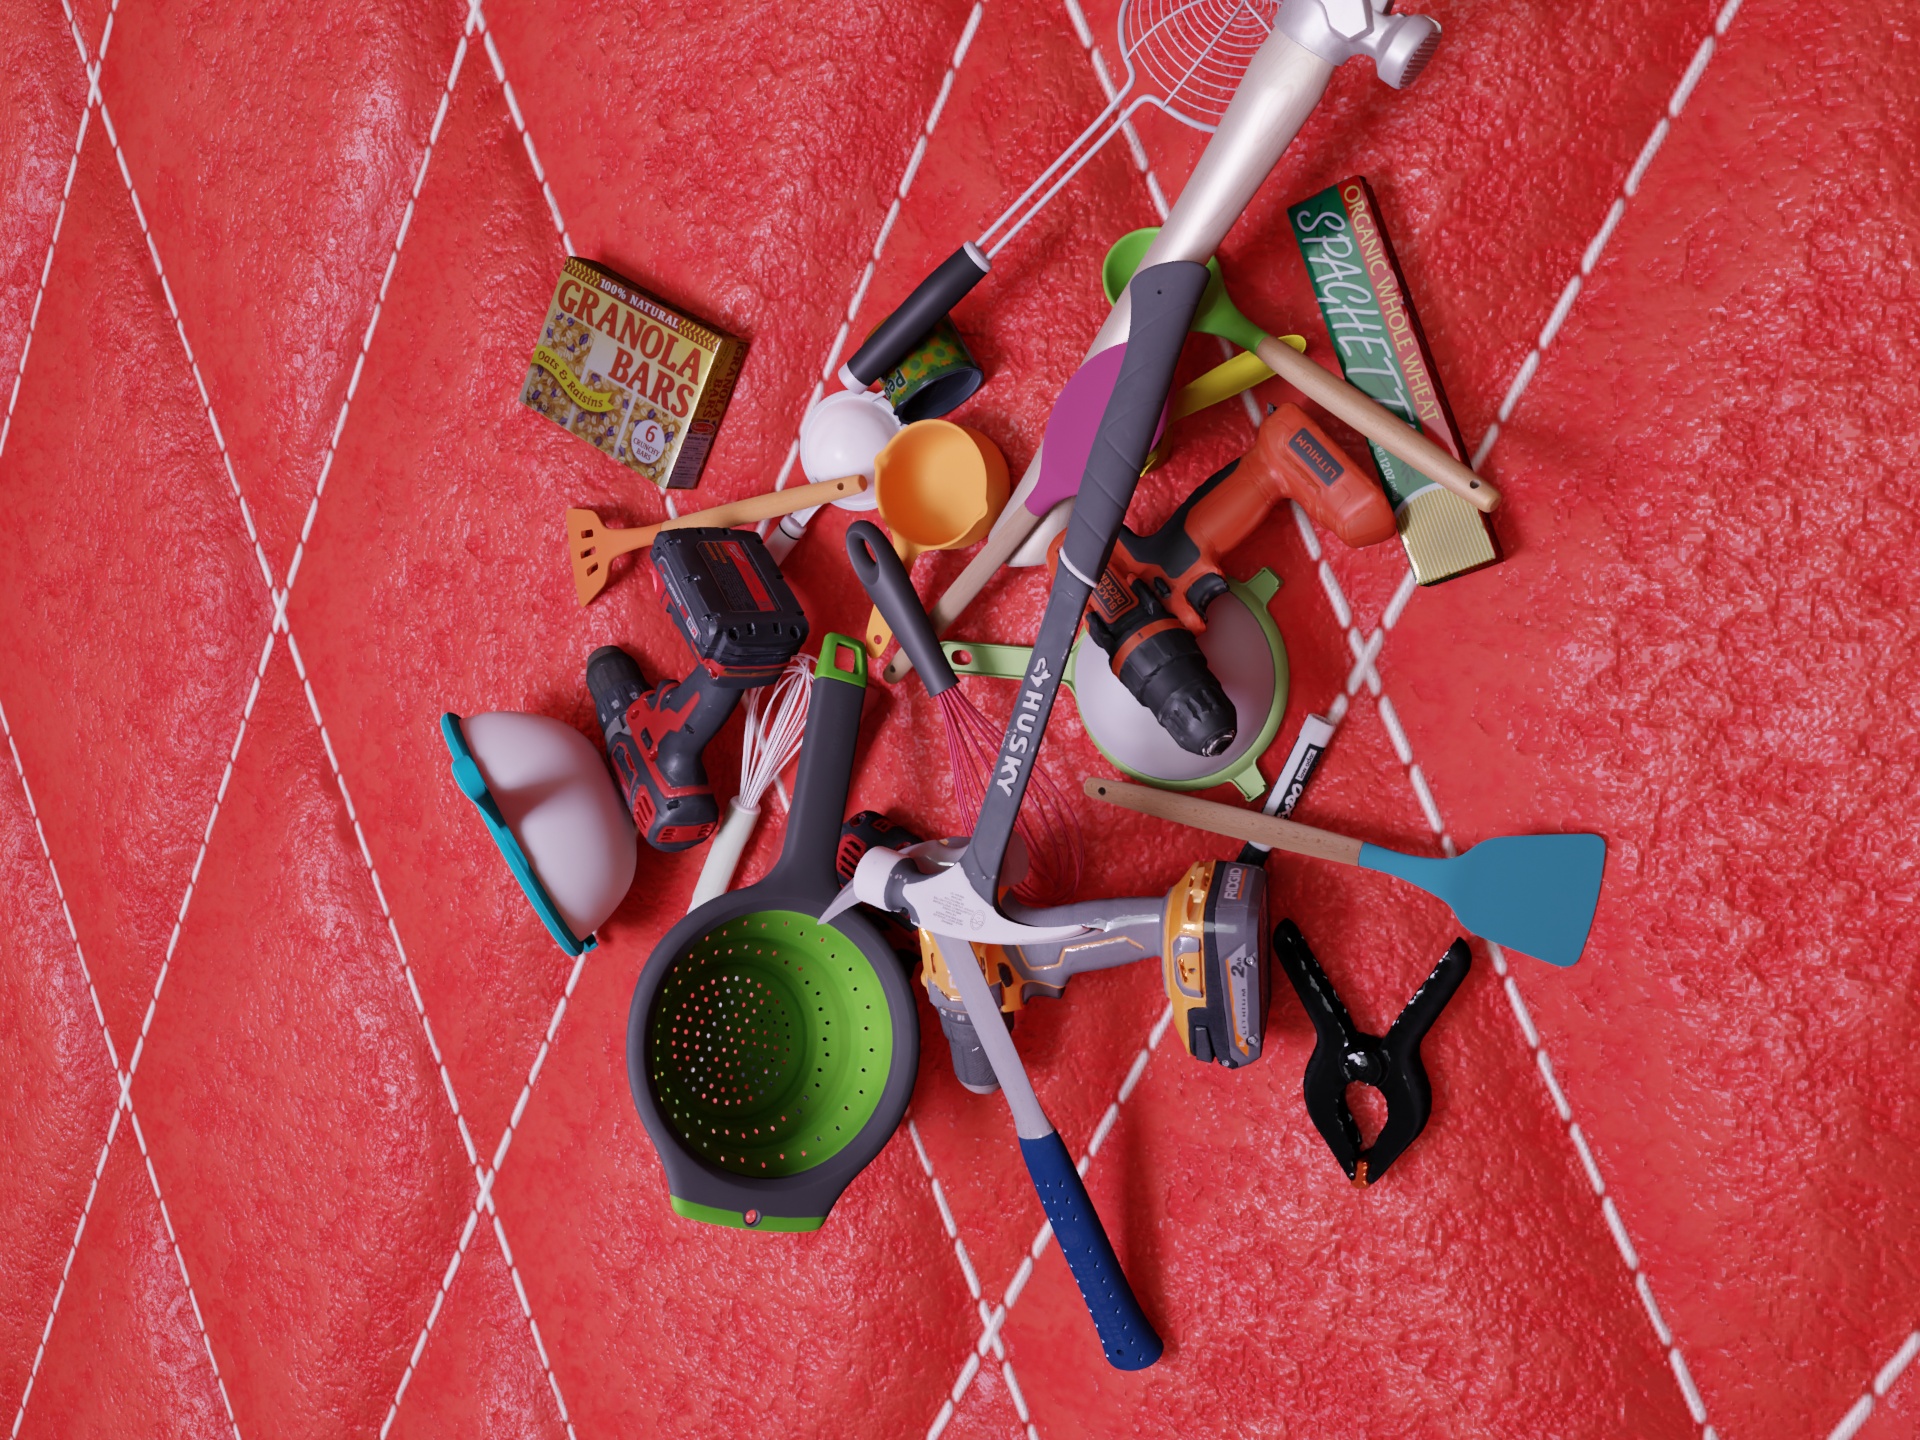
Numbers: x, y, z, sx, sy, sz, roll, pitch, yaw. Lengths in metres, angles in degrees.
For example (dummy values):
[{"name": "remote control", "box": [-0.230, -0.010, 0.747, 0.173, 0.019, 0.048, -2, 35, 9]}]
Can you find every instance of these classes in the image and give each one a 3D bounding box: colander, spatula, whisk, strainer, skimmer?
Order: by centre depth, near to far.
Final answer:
[{"name": "spatula", "box": [0.226, 0.076, 0.988, 0.318, 0.044, 0.082, 14, 102, 26]}, {"name": "skimmer", "box": [0.066, -0.335, 1.012, 0.363, 0.090, 0.127, -40, 83, 23]}, {"name": "strainer", "box": [0.083, -0.032, 1.046, 0.256, 0.069, 0.151, 6, 97, 26]}, {"name": "whisk", "box": [-0.002, -0.003, 1.075, 0.073, 0.073, 0.296, -28, 92, 27]}, {"name": "colander", "box": [-0.124, 0.136, 1.084, 0.094, 0.204, 0.397, -18, 59, 59]}, {"name": "strainer", "box": [-0.300, 0.054, 1.162, 0.095, 0.340, 0.211, -28, 82, -13]}, {"name": "strainer", "box": [-0.118, -0.147, 1.165, 0.087, 0.050, 0.258, 43, 117, 3]}, {"name": "spatula", "box": [-0.195, -0.146, 1.186, 0.323, 0.041, 0.081, -8, 92, 34]}, {"name": "whisk", "box": [-0.159, 0.057, 1.203, 0.246, 0.059, 0.058, -66, 22, 21]}]

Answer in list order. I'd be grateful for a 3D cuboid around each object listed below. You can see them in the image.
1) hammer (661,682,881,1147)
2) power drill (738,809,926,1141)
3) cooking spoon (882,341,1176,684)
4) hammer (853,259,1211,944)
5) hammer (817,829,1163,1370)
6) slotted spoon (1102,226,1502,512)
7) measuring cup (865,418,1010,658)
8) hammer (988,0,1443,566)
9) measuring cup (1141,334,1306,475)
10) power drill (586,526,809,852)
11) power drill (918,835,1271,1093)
[{"name": "hammer", "box": [-0.144, 0.134, 1.179, 0.036, 0.149, 0.359, 21, 95, -14]}, {"name": "power drill", "box": [-0.060, 0.190, 1.143, 0.143, 0.078, 0.219, 31, 105, 23]}, {"name": "cooking spoon", "box": [0.034, -0.122, 1.038, 0.069, 0.017, 0.318, 50, 129, 10]}, {"name": "hammer", "box": [0.065, -0.067, 0.908, 0.149, 0.036, 0.409, 18, 89, 30]}, {"name": "hammer", "box": [0.040, 0.256, 1.028, 0.144, 0.035, 0.405, -13, 111, 27]}, {"name": "slotted spoon", "box": [0.199, -0.210, 0.953, 0.070, 0.031, 0.314, -45, 57, 0]}, {"name": "measuring cup", "box": [-0.023, -0.124, 1.108, 0.095, 0.052, 0.173, 28, 109, 24]}, {"name": "hammer", "box": [0.111, -0.264, 0.961, 0.146, 0.038, 0.410, 41, 126, 13]}, {"name": "measuring cup", "box": [0.152, -0.205, 1.020, 0.156, 0.029, 0.062, -24, 83, 25]}, {"name": "power drill", "box": [-0.209, -0.039, 1.170, 0.188, 0.080, 0.226, 58, 135, 32]}, {"name": "power drill", "box": [0.084, 0.170, 1.030, 0.226, 0.084, 0.185, 2, 116, 17]}]
